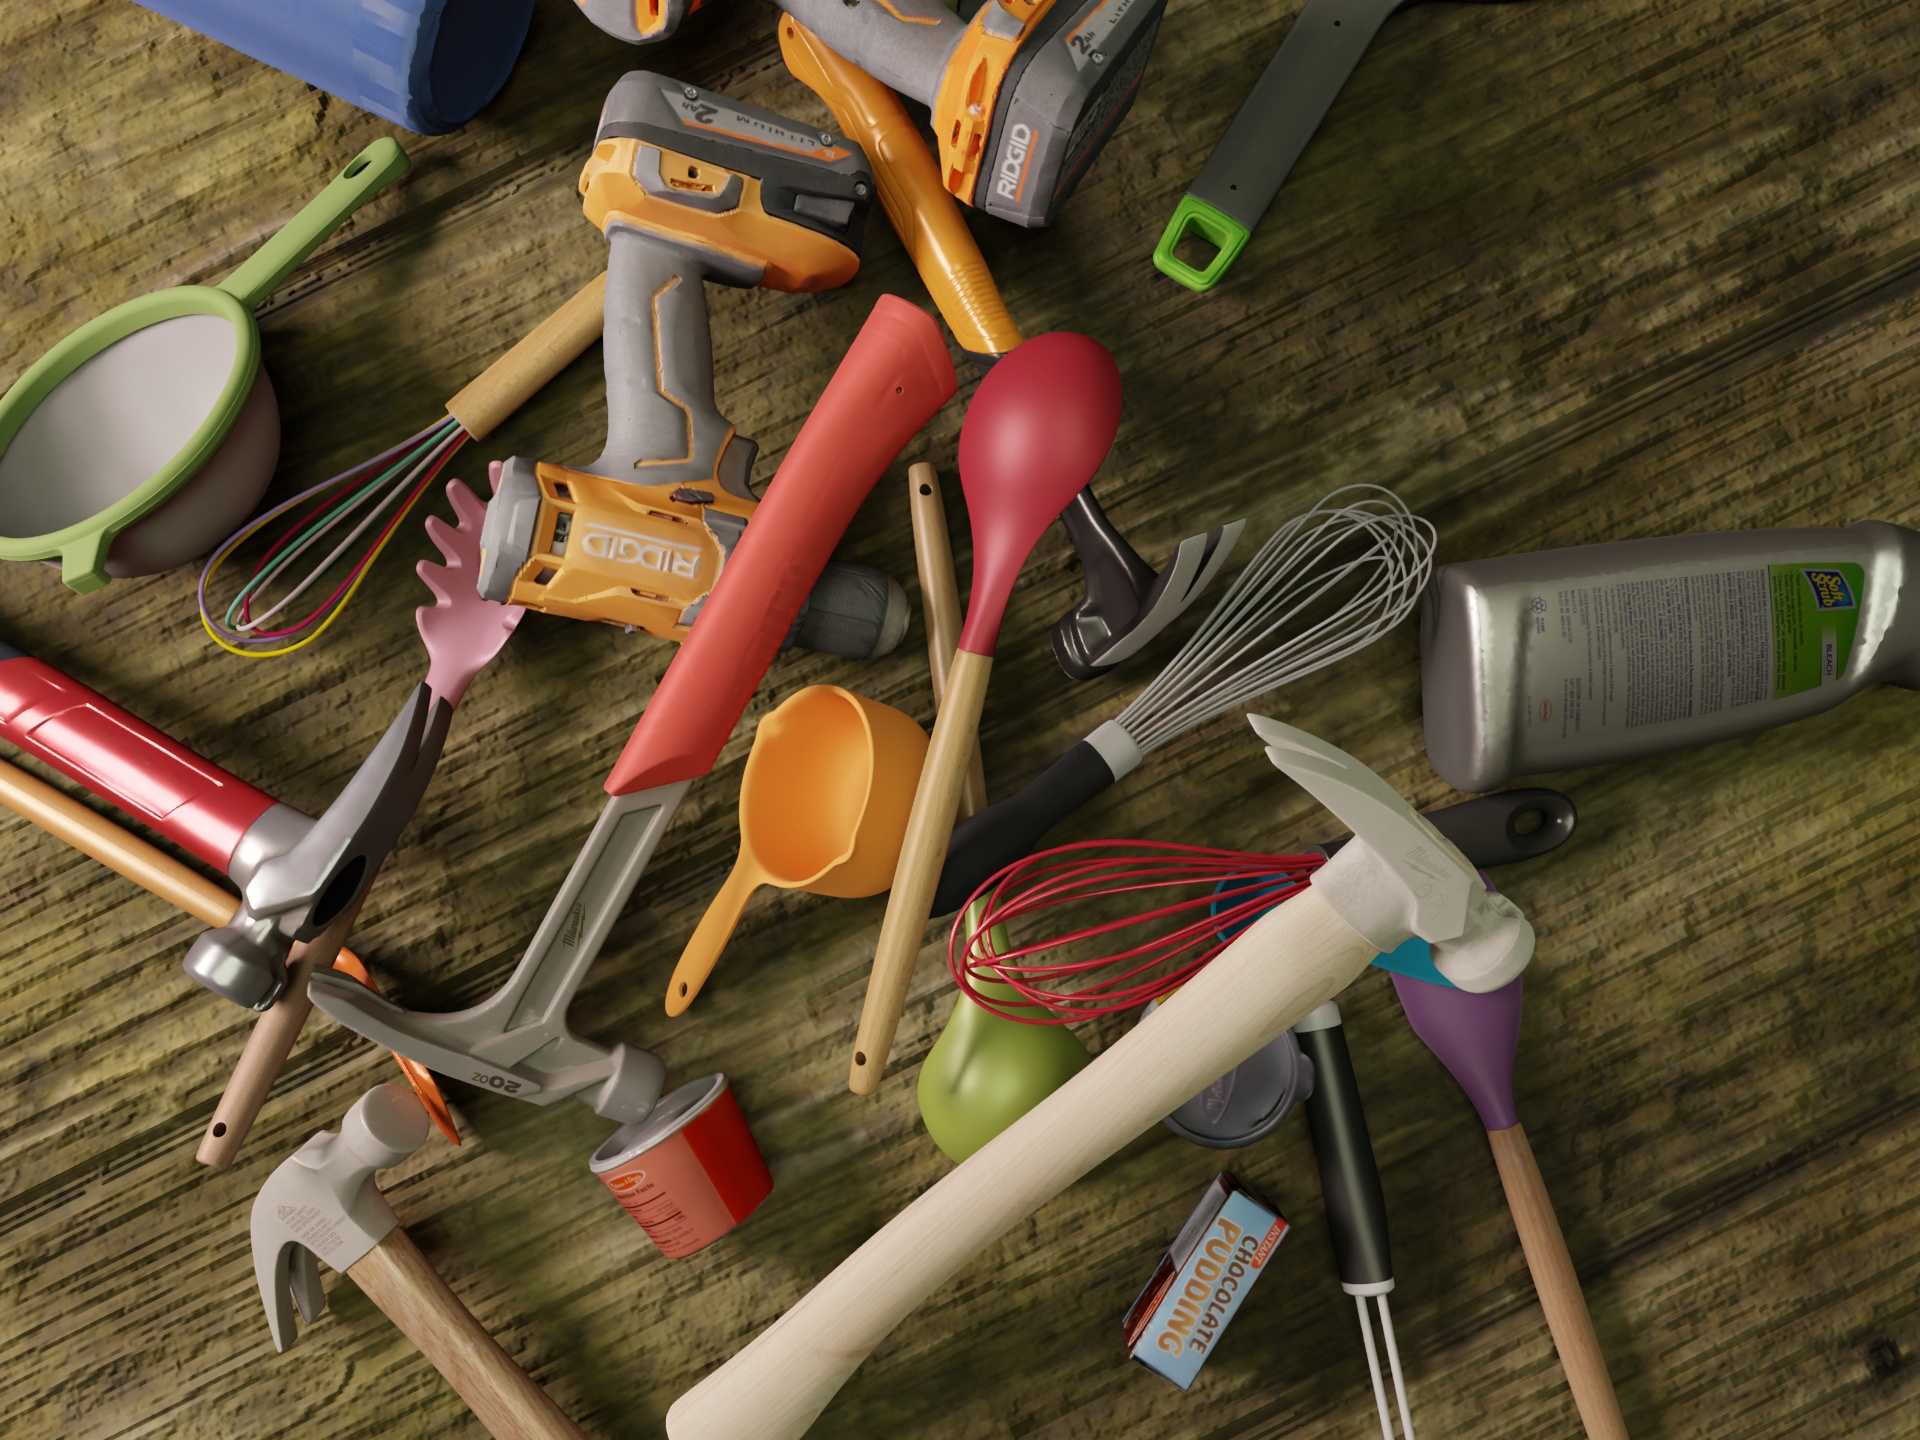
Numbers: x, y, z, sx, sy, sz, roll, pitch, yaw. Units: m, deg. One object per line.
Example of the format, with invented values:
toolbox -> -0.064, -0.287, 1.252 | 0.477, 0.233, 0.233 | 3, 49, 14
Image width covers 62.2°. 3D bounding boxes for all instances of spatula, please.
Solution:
spatula -> 0.248, 0.202, 0.697 | 0.060, 0.018, 0.316 | -17, 84, -2
spatula -> -0.346, 0.084, 0.704 | 0.322, 0.081, 0.041 | 28, 58, 8

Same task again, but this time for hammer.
hammer -> -0.403, -0.028, 0.683 | 0.386, 0.038, 0.143 | 26, 74, 15
hammer -> -0.114, -0.012, 0.644 | 0.149, 0.037, 0.359 | 28, 93, -23
hammer -> 0.021, 0.170, 0.624 | 0.146, 0.038, 0.410 | 39, 108, -26
hammer -> -0.176, 0.310, 0.675 | 0.130, 0.031, 0.331 | -39, 92, 25
hammer -> 0.007, -0.186, 0.694 | 0.034, 0.127, 0.337 | -22, 79, -27

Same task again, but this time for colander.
colander -> 0.204, -0.372, 0.705 | 0.204, 0.094, 0.397 | 32, 87, 3

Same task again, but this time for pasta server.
pasta server -> -0.245, 0.032, 0.674 | 0.060, 0.040, 0.316 | 15, 69, 10

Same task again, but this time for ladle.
ladle -> -0.001, -0.002, 0.630 | 0.069, 0.031, 0.315 | 18, 96, 34
ladle -> 0.004, 0.041, 0.710 | 0.078, 0.062, 0.320 | -8, 79, -2

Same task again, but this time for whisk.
whisk -> -0.241, -0.117, 0.722 | 0.245, 0.051, 0.047 | -43, 77, -8
whisk -> 0.089, -0.007, 0.681 | 0.284, 0.070, 0.070 | -37, 86, -10
whisk -> 0.134, 0.068, 0.669 | 0.295, 0.073, 0.073 | -11, 85, -17

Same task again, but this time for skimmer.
skimmer -> 0.172, 0.302, 0.655 | 0.127, 0.090, 0.363 | -14, 82, 32

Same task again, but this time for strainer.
strainer -> -0.326, -0.155, 0.718 | 0.152, 0.069, 0.256 | 25, 69, 34

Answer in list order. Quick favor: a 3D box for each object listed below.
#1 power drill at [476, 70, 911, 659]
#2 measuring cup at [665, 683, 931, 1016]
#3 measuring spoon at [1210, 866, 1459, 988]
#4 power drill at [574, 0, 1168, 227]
power drill -> -0.096, -0.140, 0.692 | 0.185, 0.084, 0.226 | 13, 85, -19
measuring cup -> -0.070, 0.066, 0.697 | 0.173, 0.052, 0.095 | -57, 44, 19
measuring spoon -> 0.172, 0.097, 0.703 | 0.128, 0.021, 0.042 | 15, 75, 4
power drill -> -0.031, -0.316, 0.666 | 0.226, 0.084, 0.164 | 28, 59, 5
